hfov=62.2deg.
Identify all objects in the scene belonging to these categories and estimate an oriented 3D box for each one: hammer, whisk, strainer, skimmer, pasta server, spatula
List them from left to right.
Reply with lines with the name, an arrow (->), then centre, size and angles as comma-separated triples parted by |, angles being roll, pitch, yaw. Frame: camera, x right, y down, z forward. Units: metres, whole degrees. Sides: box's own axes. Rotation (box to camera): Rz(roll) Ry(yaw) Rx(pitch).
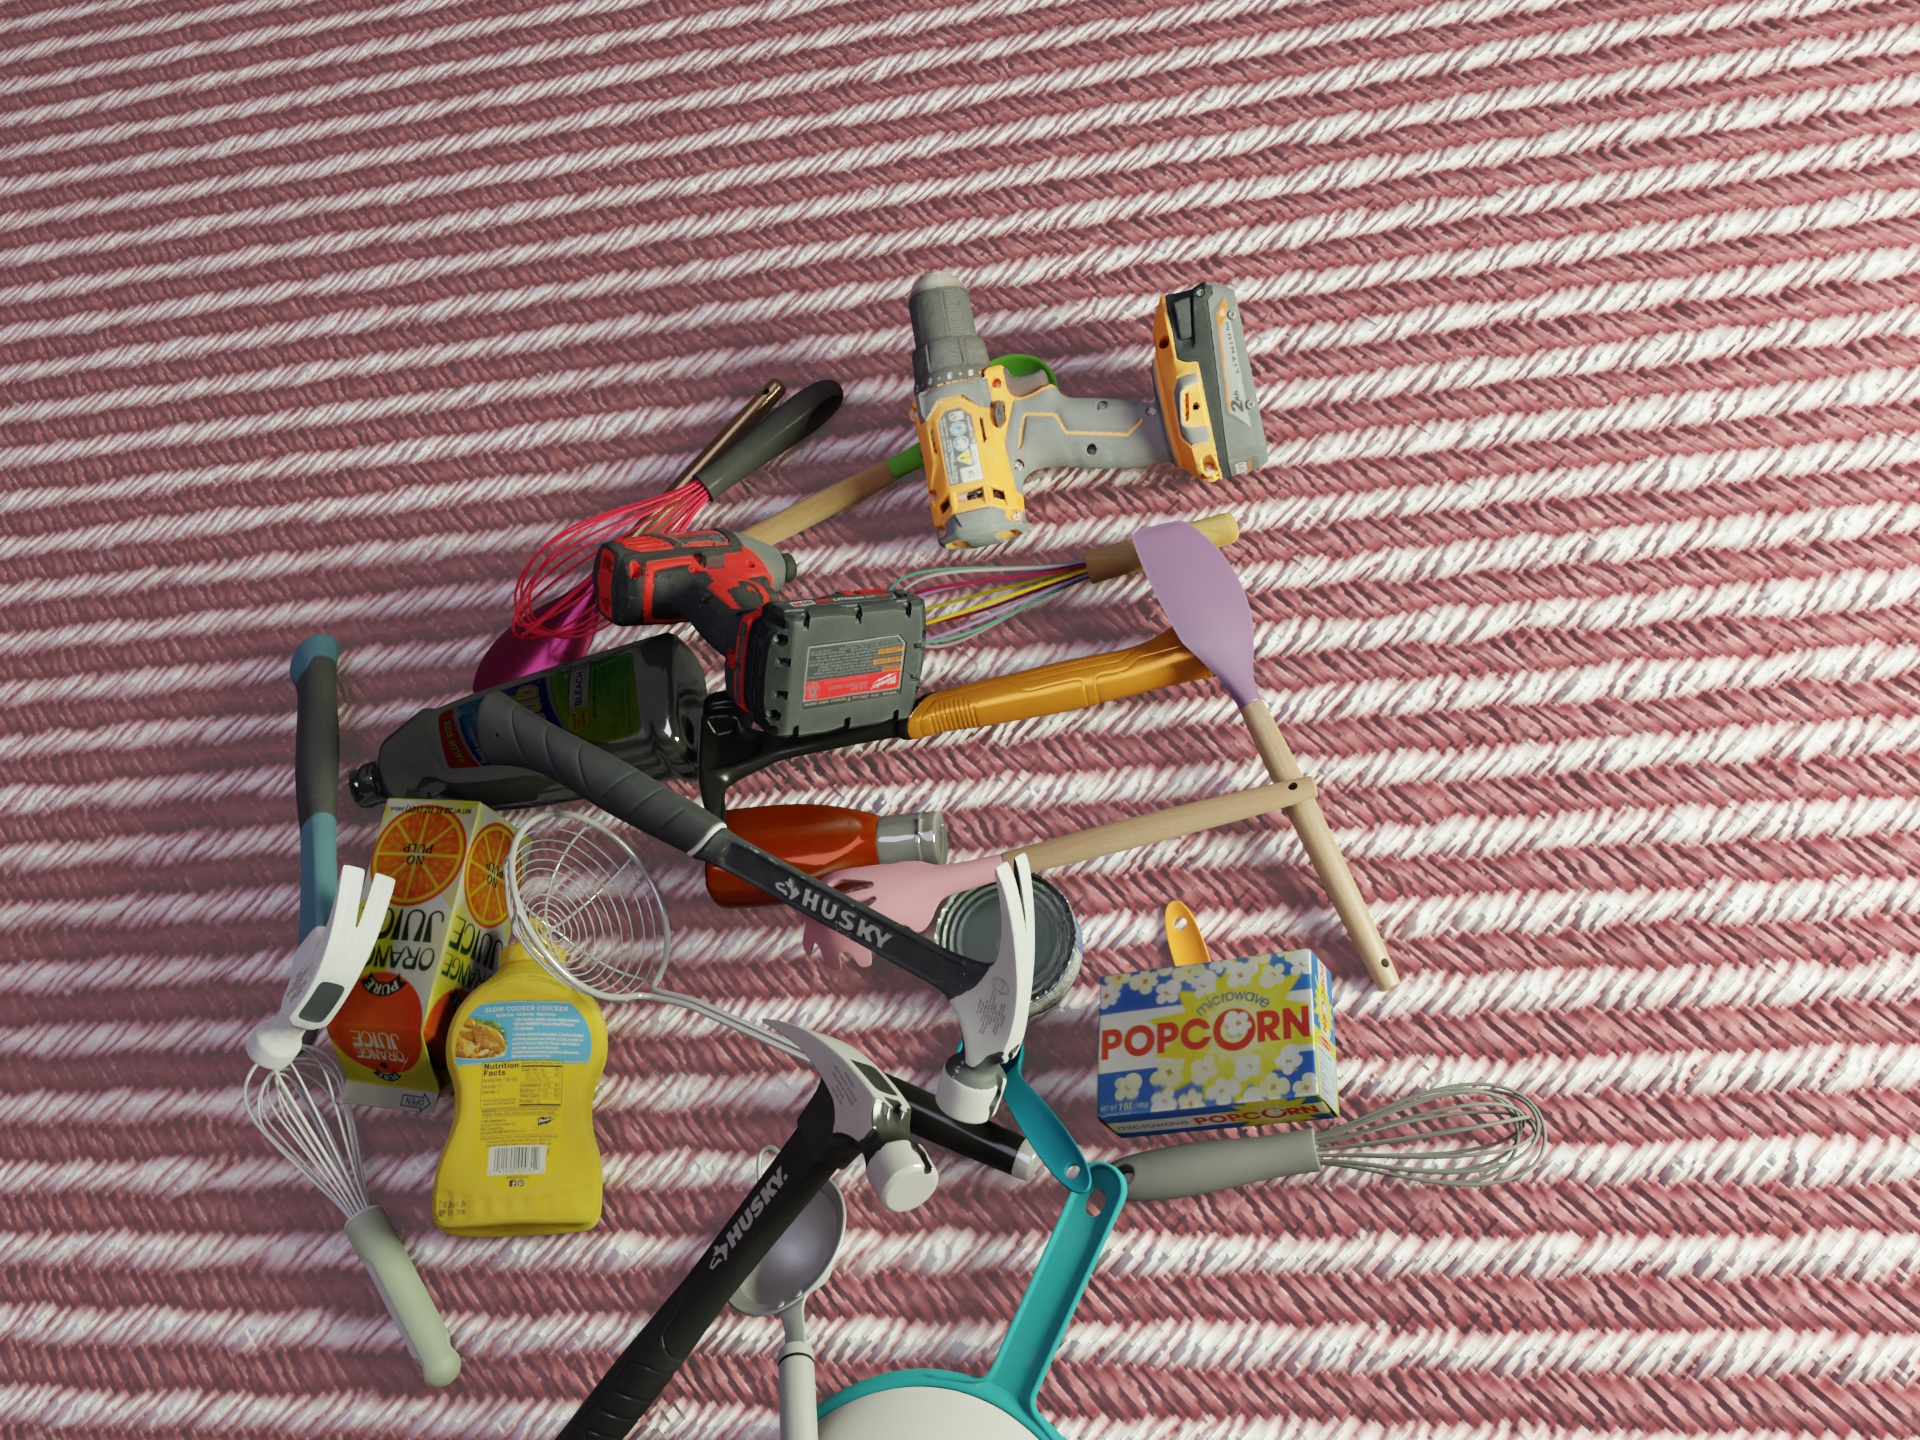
hammer -> -0.430, 0.062, 1.062 | 0.128, 0.033, 0.331 | -45, 43, 22
whisk -> -0.370, 0.299, 0.975 | 0.059, 0.057, 0.246 | -27, 63, -27
whisk -> -0.197, -0.152, 1.122 | 0.296, 0.073, 0.073 | -40, 62, -16
hammer -> -0.146, 0.312, 0.857 | 0.334, 0.035, 0.146 | -53, 41, 9
hammer -> -0.132, 0.073, 0.926 | 0.409, 0.036, 0.149 | 25, 112, 25
skimmer -> -0.112, 0.160, 0.941 | 0.363, 0.127, 0.090 | 21, 107, 17
strainer -> -0.087, 0.332, 0.838 | 0.087, 0.050, 0.259 | -32, 29, 11
strainer -> -0.003, 0.378, 0.799 | 0.211, 0.095, 0.340 | 22, 77, 24
hammer -> -0.002, -0.003, 1.001 | 0.337, 0.034, 0.127 | -13, 42, 4
pasta server -> 0.053, 0.081, 0.933 | 0.316, 0.040, 0.060 | -15, 62, 4
whisk -> 0.062, -0.096, 1.045 | 0.245, 0.047, 0.051 | -16, 75, 3
spatula -> 0.186, 0.013, 0.947 | 0.059, 0.018, 0.316 | -14, 69, -21
whisk -> 0.190, 0.234, 0.854 | 0.239, 0.055, 0.055 | -13, 63, 14

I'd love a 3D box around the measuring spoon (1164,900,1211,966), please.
measuring spoon -> 0.141, 0.157, 0.922 | 0.021, 0.011, 0.117 | -25, 58, 15

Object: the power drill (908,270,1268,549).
power drill -> 0.075, -0.225, 1.052 | 0.226, 0.084, 0.185 | -12, 86, 12

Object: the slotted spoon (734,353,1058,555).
slotted spoon -> -0.073, -0.166, 1.121 | 0.314, 0.031, 0.070 | -26, 77, 5

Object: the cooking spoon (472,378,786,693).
cooking spoon -> -0.236, -0.131, 1.153 | 0.069, 0.017, 0.319 | 36, 80, 25

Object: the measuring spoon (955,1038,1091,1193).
measuring spoon -> 0.040, 0.221, 0.896 | 0.042, 0.021, 0.129 | -35, 45, -6

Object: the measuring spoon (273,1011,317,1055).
measuring spoon -> -0.418, 0.171, 1.062 | 0.034, 0.018, 0.124 | 34, 77, 26

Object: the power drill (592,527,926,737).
power drill -> -0.125, -0.069, 1.013 | 0.220, 0.143, 0.078 | 30, 120, 44
